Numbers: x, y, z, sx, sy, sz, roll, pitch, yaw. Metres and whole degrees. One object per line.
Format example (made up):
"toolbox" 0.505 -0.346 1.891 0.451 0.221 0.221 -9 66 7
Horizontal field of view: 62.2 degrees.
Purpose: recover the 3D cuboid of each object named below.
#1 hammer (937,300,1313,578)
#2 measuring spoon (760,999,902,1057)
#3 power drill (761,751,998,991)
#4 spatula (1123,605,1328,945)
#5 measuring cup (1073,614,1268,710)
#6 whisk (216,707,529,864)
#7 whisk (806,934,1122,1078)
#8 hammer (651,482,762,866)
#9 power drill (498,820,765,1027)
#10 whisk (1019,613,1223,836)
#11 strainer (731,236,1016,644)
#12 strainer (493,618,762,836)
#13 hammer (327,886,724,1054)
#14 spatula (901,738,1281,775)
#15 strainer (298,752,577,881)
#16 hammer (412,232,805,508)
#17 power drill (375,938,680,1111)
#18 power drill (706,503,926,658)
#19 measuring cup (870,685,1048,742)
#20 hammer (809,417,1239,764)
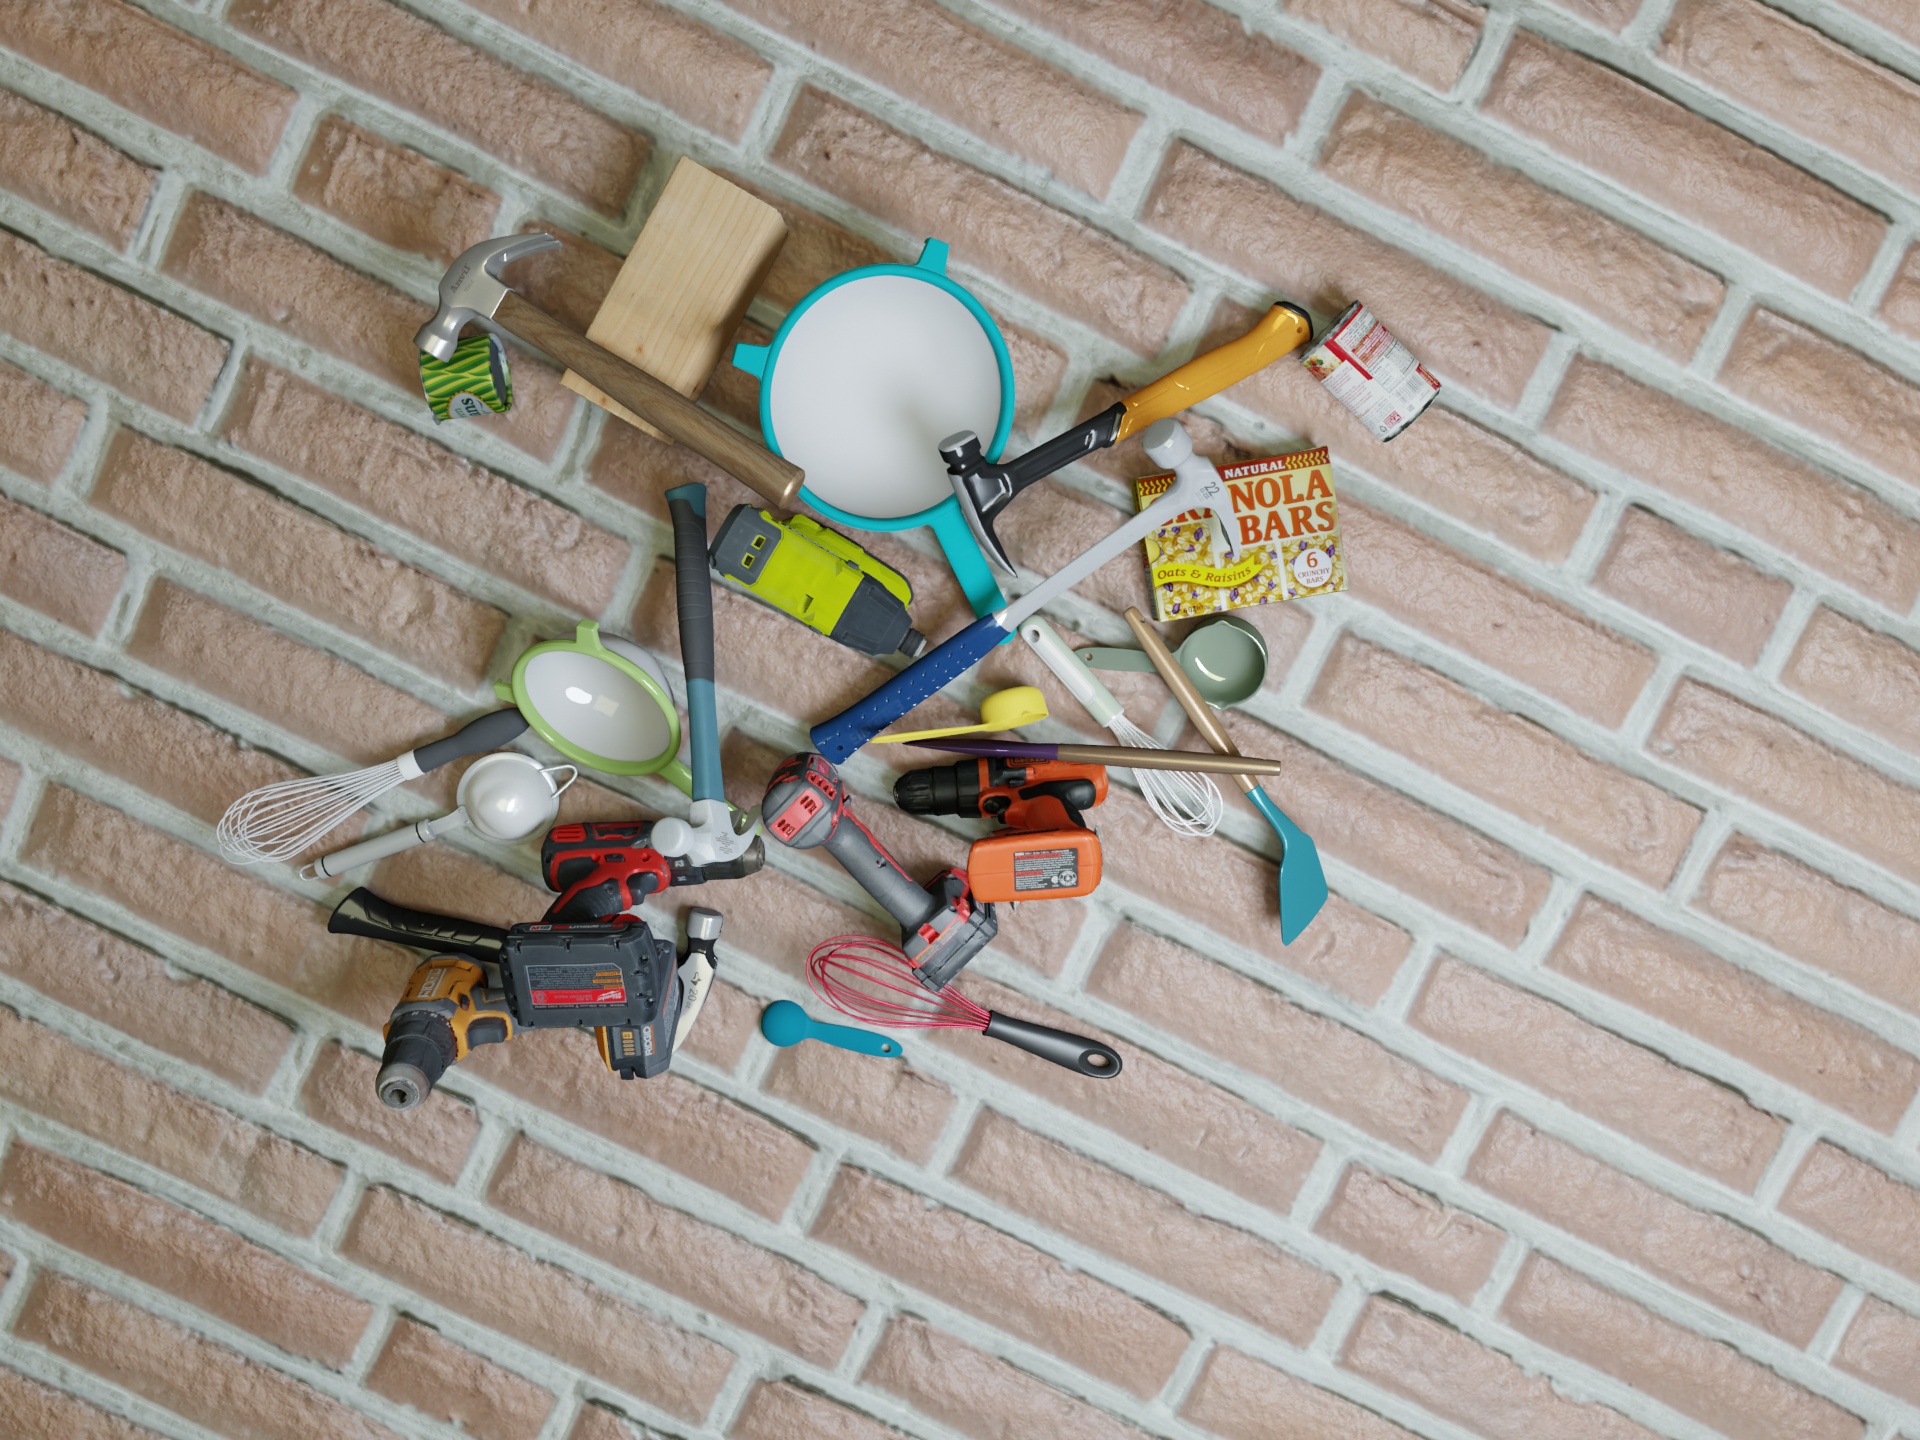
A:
"hammer" 0.149 -0.248 1.316 0.337 0.034 0.127 -30 117 -9
"measuring spoon" -0.114 0.279 1.399 0.128 0.021 0.042 13 95 0
"power drill" -0.073 0.113 1.332 0.219 0.143 0.078 43 98 -10
"spatula" 0.224 0.040 1.348 0.082 0.044 0.317 -38 96 -39
"measuring cup" 0.181 -0.056 1.366 0.167 0.038 0.083 4 117 17
"whisk" -0.501 0.050 1.362 0.284 0.070 0.070 -24 95 -3
"whisk" 0.006 0.256 1.383 0.295 0.073 0.073 21 95 -8
"hammer" -0.214 -0.043 1.298 0.033 0.128 0.331 -13 72 21
"power drill" -0.262 0.150 1.287 0.188 0.227 0.080 -2 115 2
"whisk" 0.136 0.004 1.364 0.246 0.059 0.058 48 122 -1
"strainer" -0.042 -0.216 1.329 0.211 0.095 0.340 -31 116 -7
"strainer" -0.257 0.005 1.351 0.256 0.069 0.151 42 135 -23
"hammer" -0.382 0.206 1.385 0.334 0.035 0.146 12 95 -1
"spatula" 0.108 0.028 1.332 0.316 0.060 0.018 4 94 12
"strainer" -0.454 0.094 1.373 0.258 0.050 0.086 -20 110 5
"hammer" -0.264 -0.268 1.244 0.331 0.031 0.130 32 95 6
"power drill" -0.349 0.246 1.280 0.226 0.185 0.084 -3 109 -3
"power drill" -0.103 -0.104 1.262 0.171 0.223 0.080 31 95 -3
"measuring cup" -0.002 -0.004 1.341 0.156 0.062 0.029 -8 80 -17
"hammer" 0.046 -0.083 1.311 0.405 0.035 0.143 -34 132 18
